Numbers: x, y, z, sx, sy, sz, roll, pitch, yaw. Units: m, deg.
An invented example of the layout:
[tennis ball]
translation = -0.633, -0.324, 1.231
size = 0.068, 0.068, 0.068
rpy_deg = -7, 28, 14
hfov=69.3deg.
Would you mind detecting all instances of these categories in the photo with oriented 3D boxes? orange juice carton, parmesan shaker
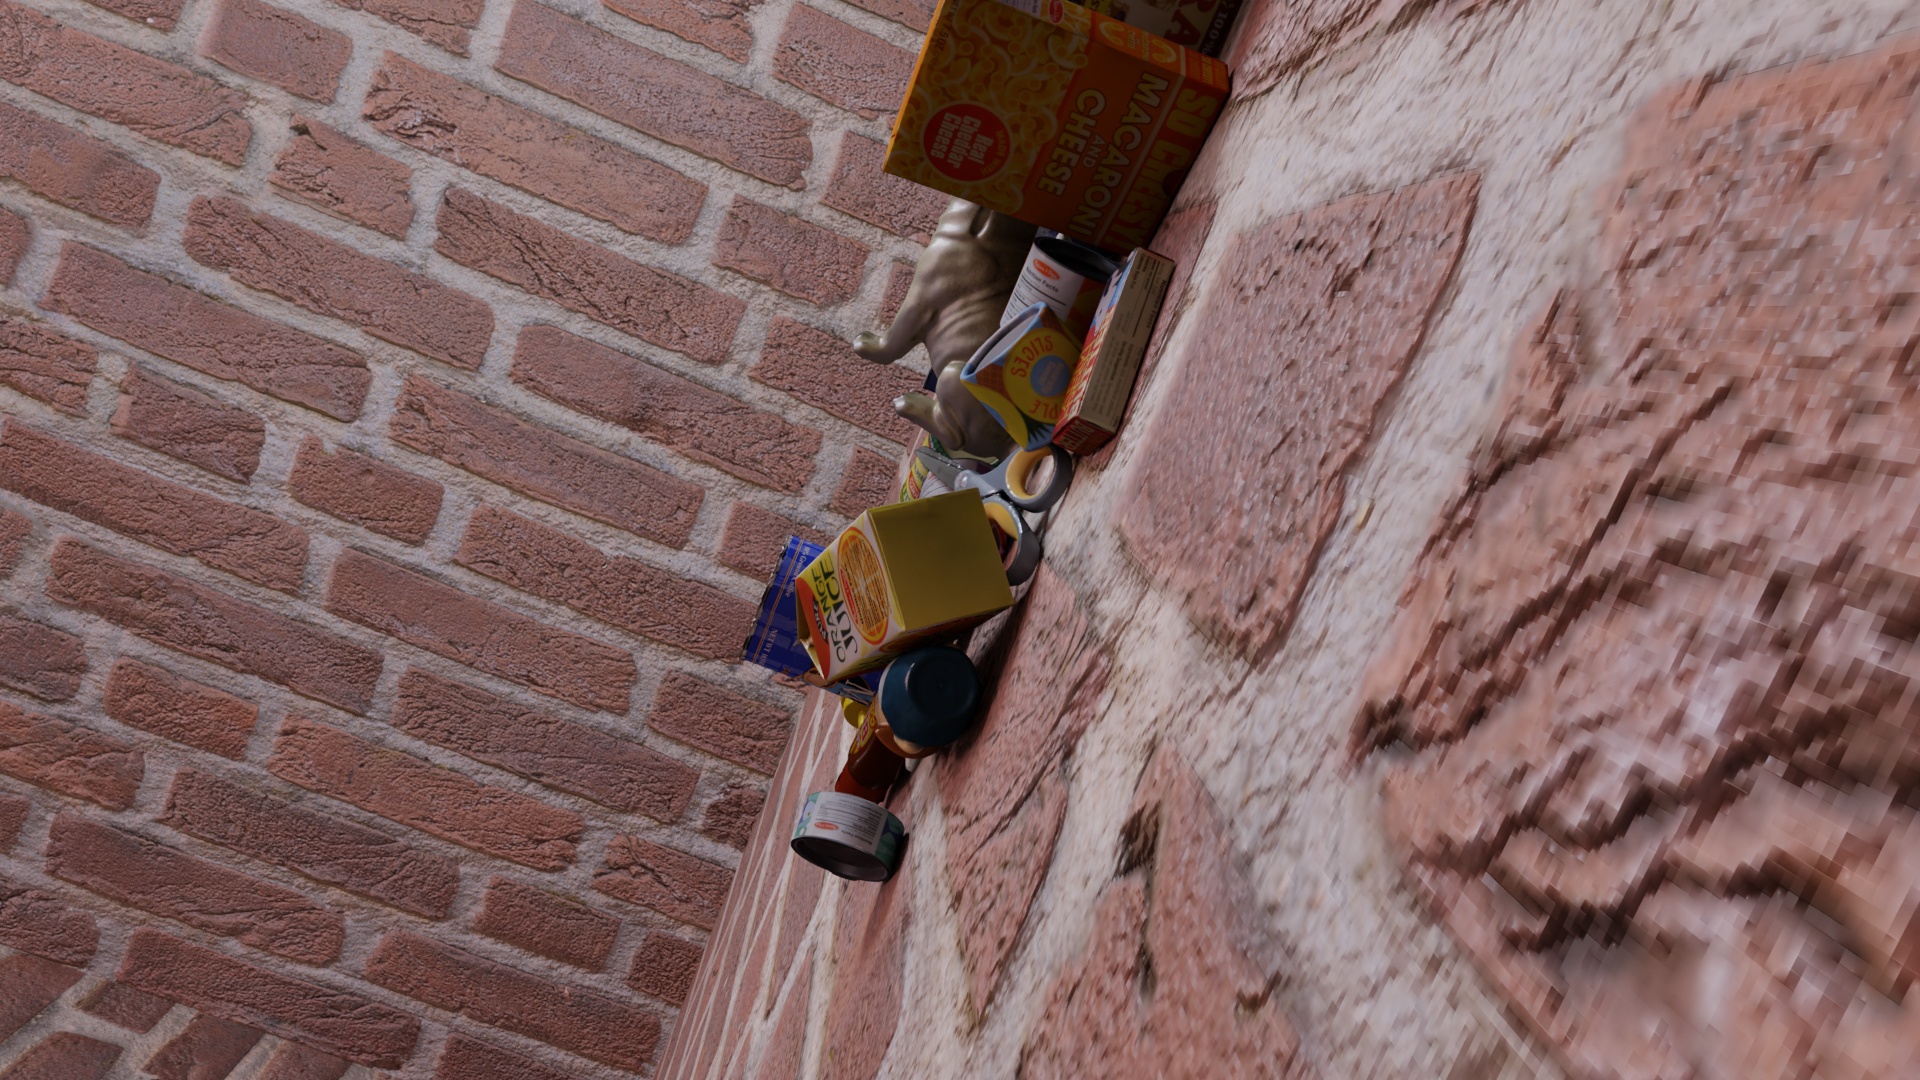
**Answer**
[orange juice carton]
translation = -0.045, 0.036, 0.844
size = 0.192, 0.072, 0.073
rpy_deg = -38, 67, 62
[parmesan shaker]
translation = -0.007, -0.060, 1.164
size = 0.102, 0.071, 0.072
rpy_deg = 119, 170, -54

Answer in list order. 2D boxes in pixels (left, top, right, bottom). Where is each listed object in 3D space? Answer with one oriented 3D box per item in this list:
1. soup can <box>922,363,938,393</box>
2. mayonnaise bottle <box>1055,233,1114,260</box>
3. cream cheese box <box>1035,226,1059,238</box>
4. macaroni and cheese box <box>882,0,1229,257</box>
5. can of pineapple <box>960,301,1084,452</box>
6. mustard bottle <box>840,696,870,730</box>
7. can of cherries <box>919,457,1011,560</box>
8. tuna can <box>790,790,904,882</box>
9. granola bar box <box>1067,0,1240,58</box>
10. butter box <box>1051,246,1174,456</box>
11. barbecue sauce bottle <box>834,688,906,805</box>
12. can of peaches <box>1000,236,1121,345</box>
[soup can]
translation = 0.018, -0.142, 1.157
size = 0.071, 0.084, 0.071
rpy_deg = -154, 86, -84
[mayonnaise bottle]
translation = 0.083, -0.196, 0.985
size = 0.147, 0.041, 0.065
rpy_deg = 128, 155, -66
[cream cheese box]
translation = 0.079, -0.239, 1.106
size = 0.104, 0.053, 0.024
rpy_deg = -93, 23, -76
[macaroni and cheese box]
translation = 0.053, -0.244, 0.803
size = 0.123, 0.166, 0.040
rpy_deg = 117, 166, -44
[can of pineapple]
translation = 0.042, -0.093, 0.787
size = 0.071, 0.058, 0.071
rpy_deg = -40, 15, 13
[mustard bottle]
translation = -0.074, 0.115, 1.201
size = 0.161, 0.065, 0.048
rpy_deg = -85, 11, -50
[can of cherries]
translation = 0.003, -0.012, 0.941
size = 0.059, 0.071, 0.071
rpy_deg = -79, 12, -57
[tuna can]
translation = -0.070, 0.187, 0.875
size = 0.070, 0.071, 0.033
rpy_deg = 121, 169, -59
[granola bar box]
translation = 0.095, -0.306, 0.852
size = 0.164, 0.124, 0.039
rpy_deg = -66, 33, 25
[butter box]
translation = 0.080, -0.100, 0.738
size = 0.053, 0.024, 0.103
rpy_deg = 138, 153, -76
[barbecue sauce bottle]
translation = -0.052, 0.141, 0.980
size = 0.065, 0.044, 0.147
rpy_deg = -72, 6, -45
[can of peaches]
translation = 0.066, -0.143, 0.842
size = 0.071, 0.071, 0.057
rpy_deg = -81, 13, -65
